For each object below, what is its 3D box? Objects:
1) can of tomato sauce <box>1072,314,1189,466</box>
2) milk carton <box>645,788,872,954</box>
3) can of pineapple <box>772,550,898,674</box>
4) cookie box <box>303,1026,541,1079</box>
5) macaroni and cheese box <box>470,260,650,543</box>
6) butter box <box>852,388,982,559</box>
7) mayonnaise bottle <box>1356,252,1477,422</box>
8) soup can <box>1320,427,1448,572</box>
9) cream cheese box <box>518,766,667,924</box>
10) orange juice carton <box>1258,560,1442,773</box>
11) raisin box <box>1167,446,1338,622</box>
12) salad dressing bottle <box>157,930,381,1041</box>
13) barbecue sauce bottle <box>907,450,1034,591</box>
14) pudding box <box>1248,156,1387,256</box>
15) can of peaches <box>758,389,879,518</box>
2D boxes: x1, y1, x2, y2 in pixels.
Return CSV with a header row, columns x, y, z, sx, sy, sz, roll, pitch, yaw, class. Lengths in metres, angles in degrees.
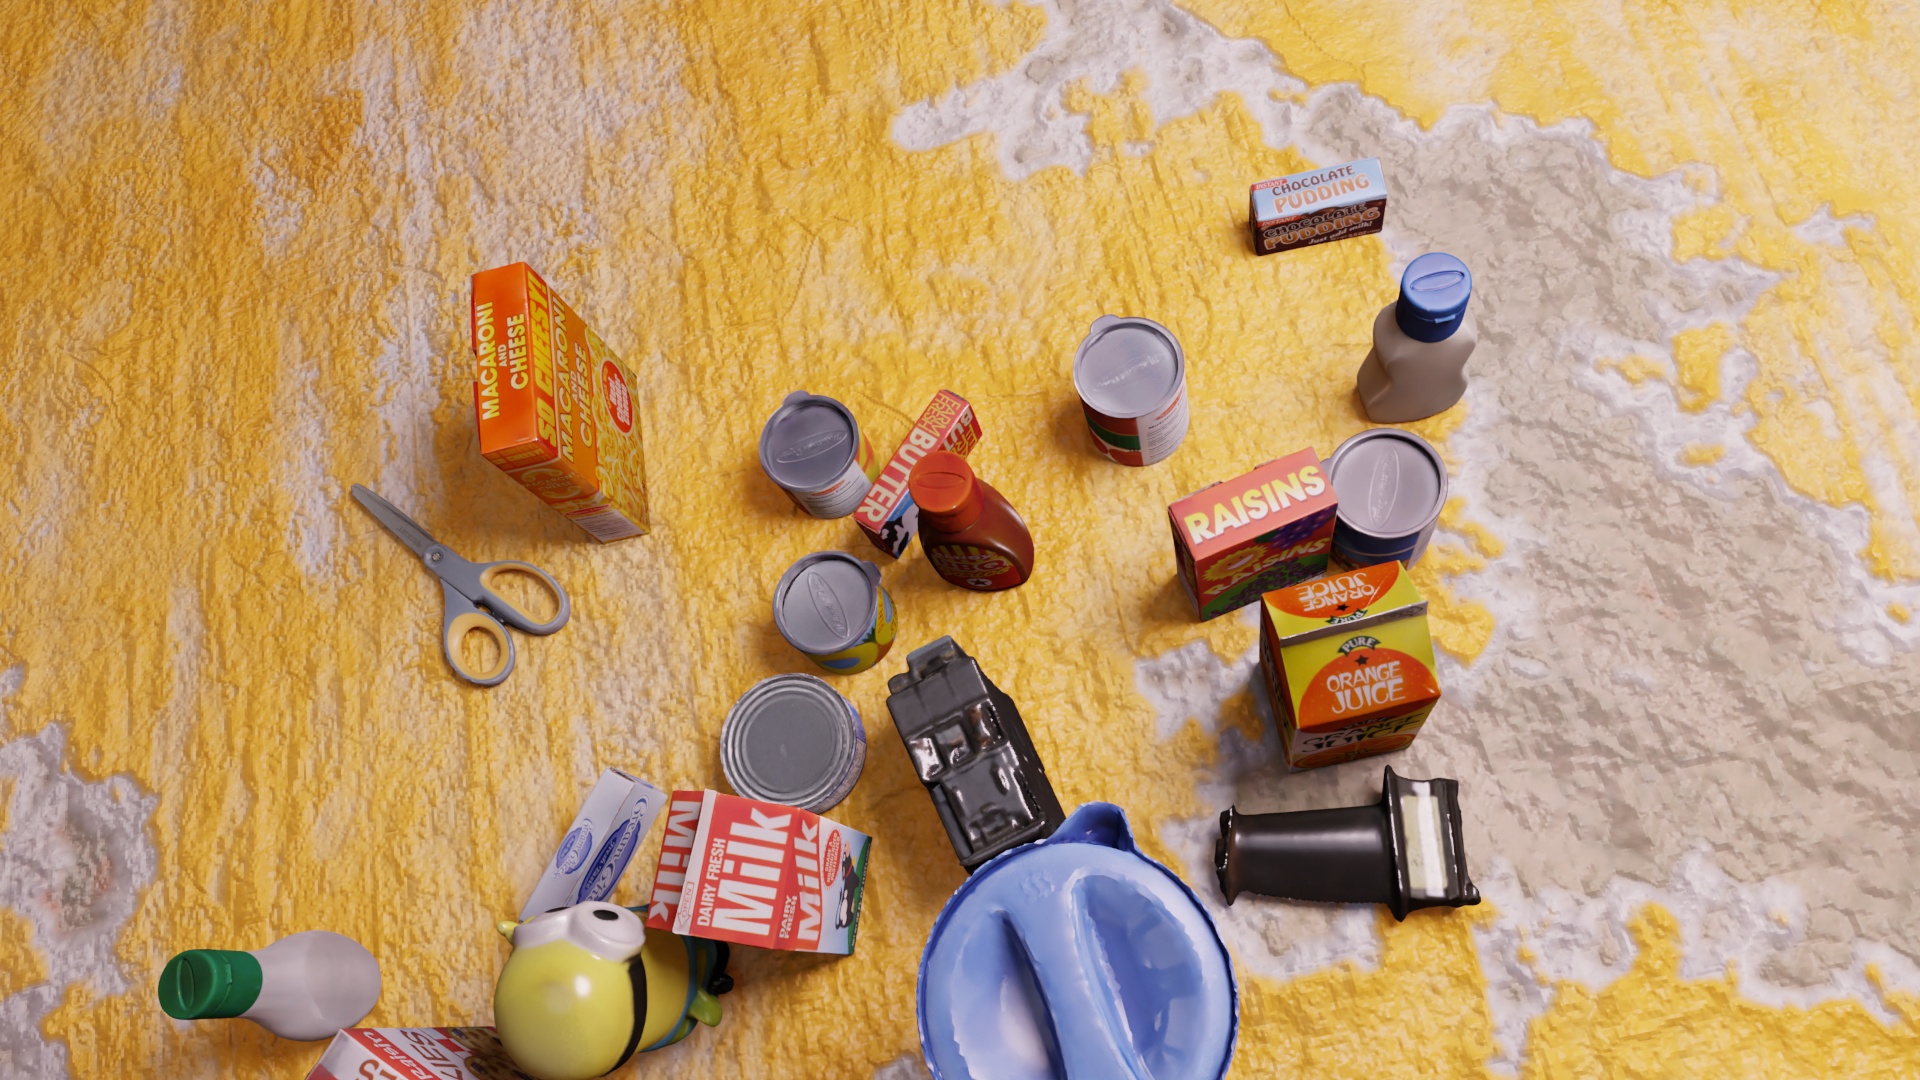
x,y,z,sx,sy,sz,roll,pitch,yaw,class
0.106,-0.092,0.862,0.071,0.083,0.071,-4,71,10,can of tomato sauce
-0.111,0.182,0.753,0.073,0.190,0.072,5,73,13,milk carton
-0.075,0.045,0.865,0.071,0.057,0.071,-4,71,10,can of pineapple
-0.254,0.311,0.749,0.123,0.167,0.040,25,78,18,cookie box
-0.253,-0.082,0.887,0.040,0.166,0.124,-13,69,7,macaroni and cheese box
-0.026,-0.043,0.888,0.024,0.053,0.103,30,80,19,butter box
0.267,-0.115,0.802,0.065,0.147,0.041,-13,70,7,mayonnaise bottle
0.242,-0.020,0.809,0.071,0.083,0.071,-4,71,10,soup can
-0.222,0.192,0.846,0.024,0.053,0.104,25,78,18,cream cheese box
0.200,0.066,0.729,0.072,0.192,0.073,-14,69,7,orange juice carton
0.167,-0.001,0.796,0.086,0.123,0.040,-22,69,4,raisin box
-0.398,0.258,0.808,0.044,0.147,0.064,-20,69,5,salad dressing bottle
0.003,-0.010,0.819,0.065,0.148,0.044,1,72,12,barbecue sauce bottle
0.230,-0.216,0.898,0.084,0.049,0.030,-10,70,8,pudding box
-0.091,-0.055,0.903,0.071,0.058,0.071,-4,71,10,can of peaches
